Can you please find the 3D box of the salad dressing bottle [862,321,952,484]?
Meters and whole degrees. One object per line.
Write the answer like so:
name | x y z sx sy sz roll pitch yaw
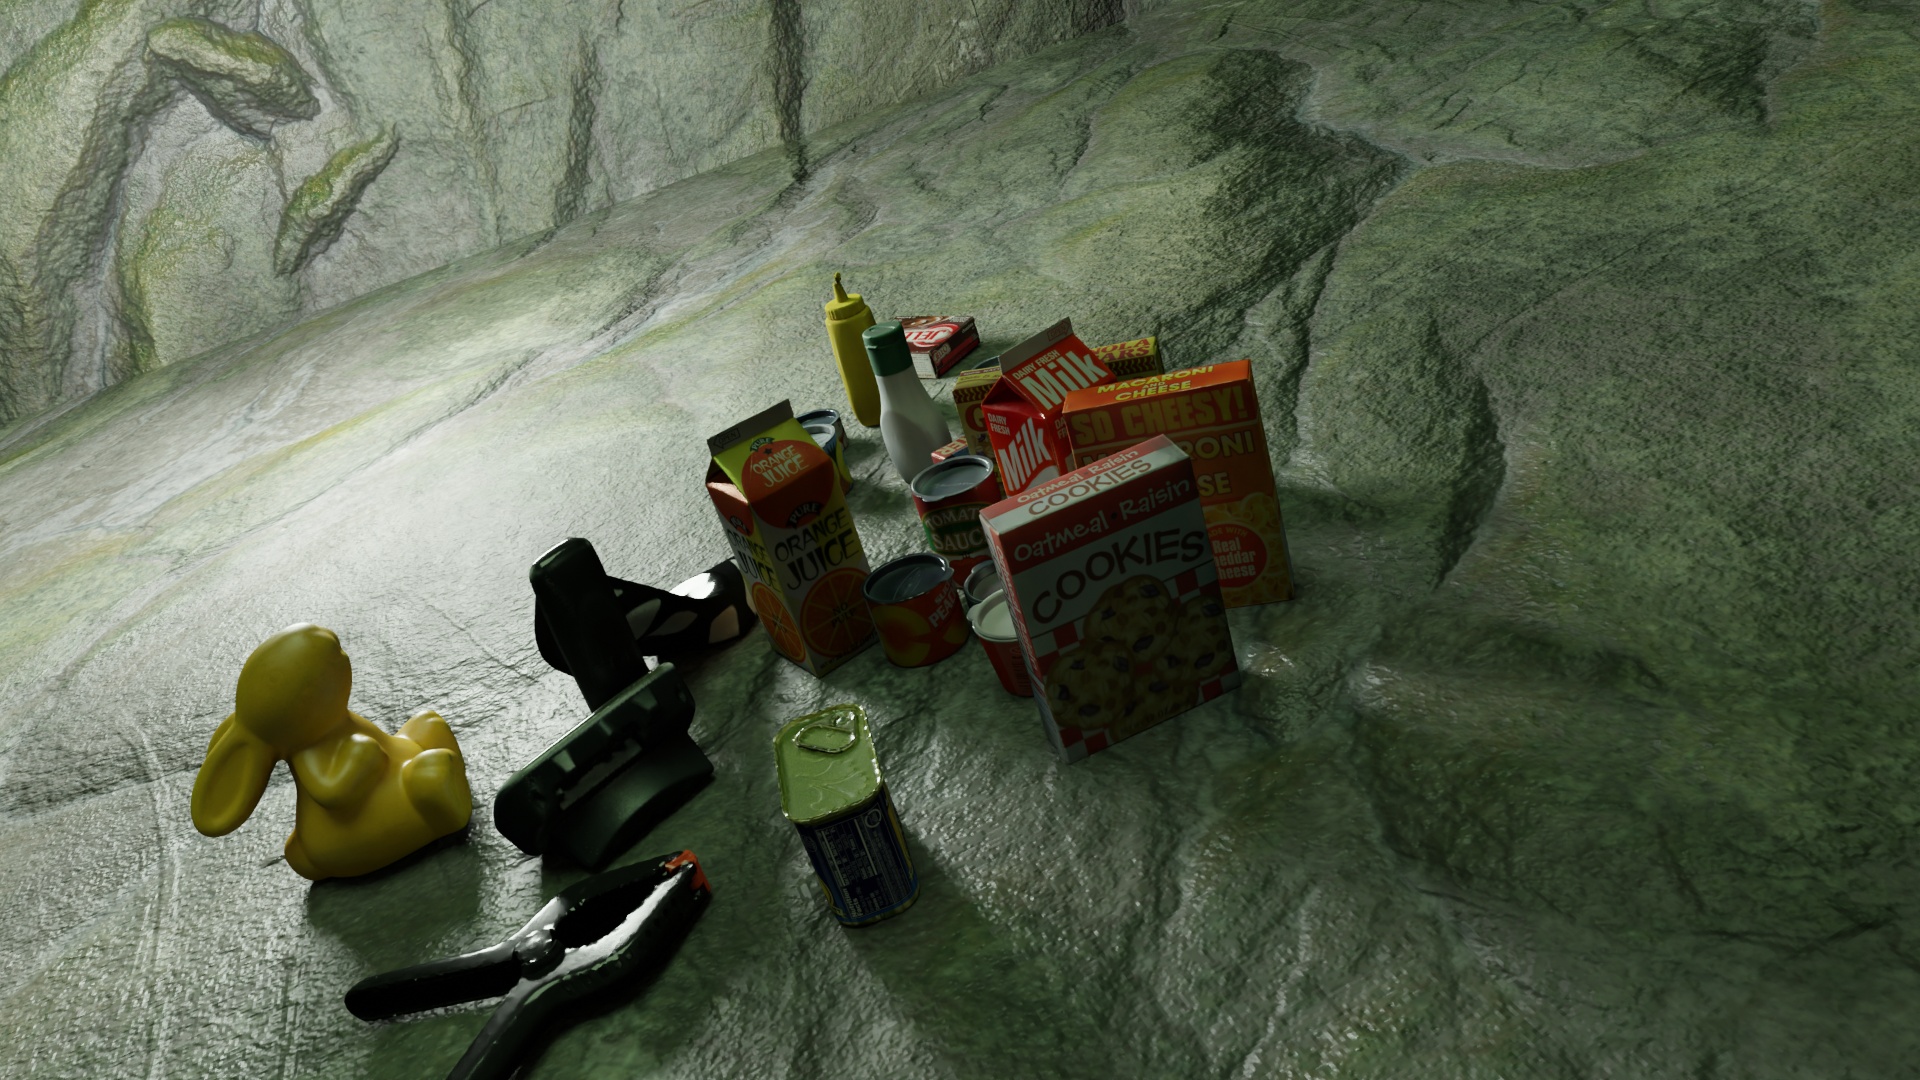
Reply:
salad dressing bottle | -0.049 -0.122 1.242 0.064 0.147 0.044 5 34 38

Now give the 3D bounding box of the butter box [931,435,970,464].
butter box | 0.027 -0.073 1.208 0.104 0.053 0.024 -31 29 -24

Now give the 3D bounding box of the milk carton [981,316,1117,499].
milk carton | 0.076 -0.061 1.005 0.072 0.189 0.073 -33 30 -28

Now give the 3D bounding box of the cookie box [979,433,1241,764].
cookie box | 0.092 0.036 0.836 0.123 0.166 0.040 -23 27 -10

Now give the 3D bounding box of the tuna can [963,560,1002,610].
tuna can | 0.036 0.040 1.011 0.071 0.032 0.071 -14 27 7

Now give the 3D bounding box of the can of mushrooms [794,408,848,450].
can of mushrooms | -0.149 -0.102 1.390 0.071 0.033 0.071 -14 27 7

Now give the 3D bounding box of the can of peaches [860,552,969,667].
can of peaches | -0.030 0.050 1.004 0.071 0.057 0.071 -14 27 7

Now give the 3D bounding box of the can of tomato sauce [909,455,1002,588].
can of tomato sauce | 0.004 -0.013 1.076 0.071 0.082 0.071 -14 27 7

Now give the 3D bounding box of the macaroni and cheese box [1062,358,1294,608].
macaroni and cheese box | 0.148 -0.031 0.931 0.123 0.165 0.040 -9 28 17

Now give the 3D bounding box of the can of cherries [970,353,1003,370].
can of cherries | 0.045 -0.139 1.317 0.071 0.058 0.072 -14 27 7

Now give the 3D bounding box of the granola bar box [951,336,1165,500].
granola bar box | 0.090 -0.088 1.121 0.165 0.123 0.039 -8 28 18

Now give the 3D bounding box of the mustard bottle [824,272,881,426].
mustard bottle | -0.103 -0.196 1.402 0.049 0.159 0.065 -12 27 11

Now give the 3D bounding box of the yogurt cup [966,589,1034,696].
yogurt cup | 0.047 0.067 0.930 0.072 0.053 0.073 -14 27 7

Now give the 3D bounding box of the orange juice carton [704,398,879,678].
orange juice carton | -0.123 -0.004 1.013 0.072 0.191 0.073 -31 30 -26

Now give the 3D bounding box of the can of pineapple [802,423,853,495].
can of pineapple | -0.139 -0.068 1.292 0.071 0.057 0.071 -14 27 7
